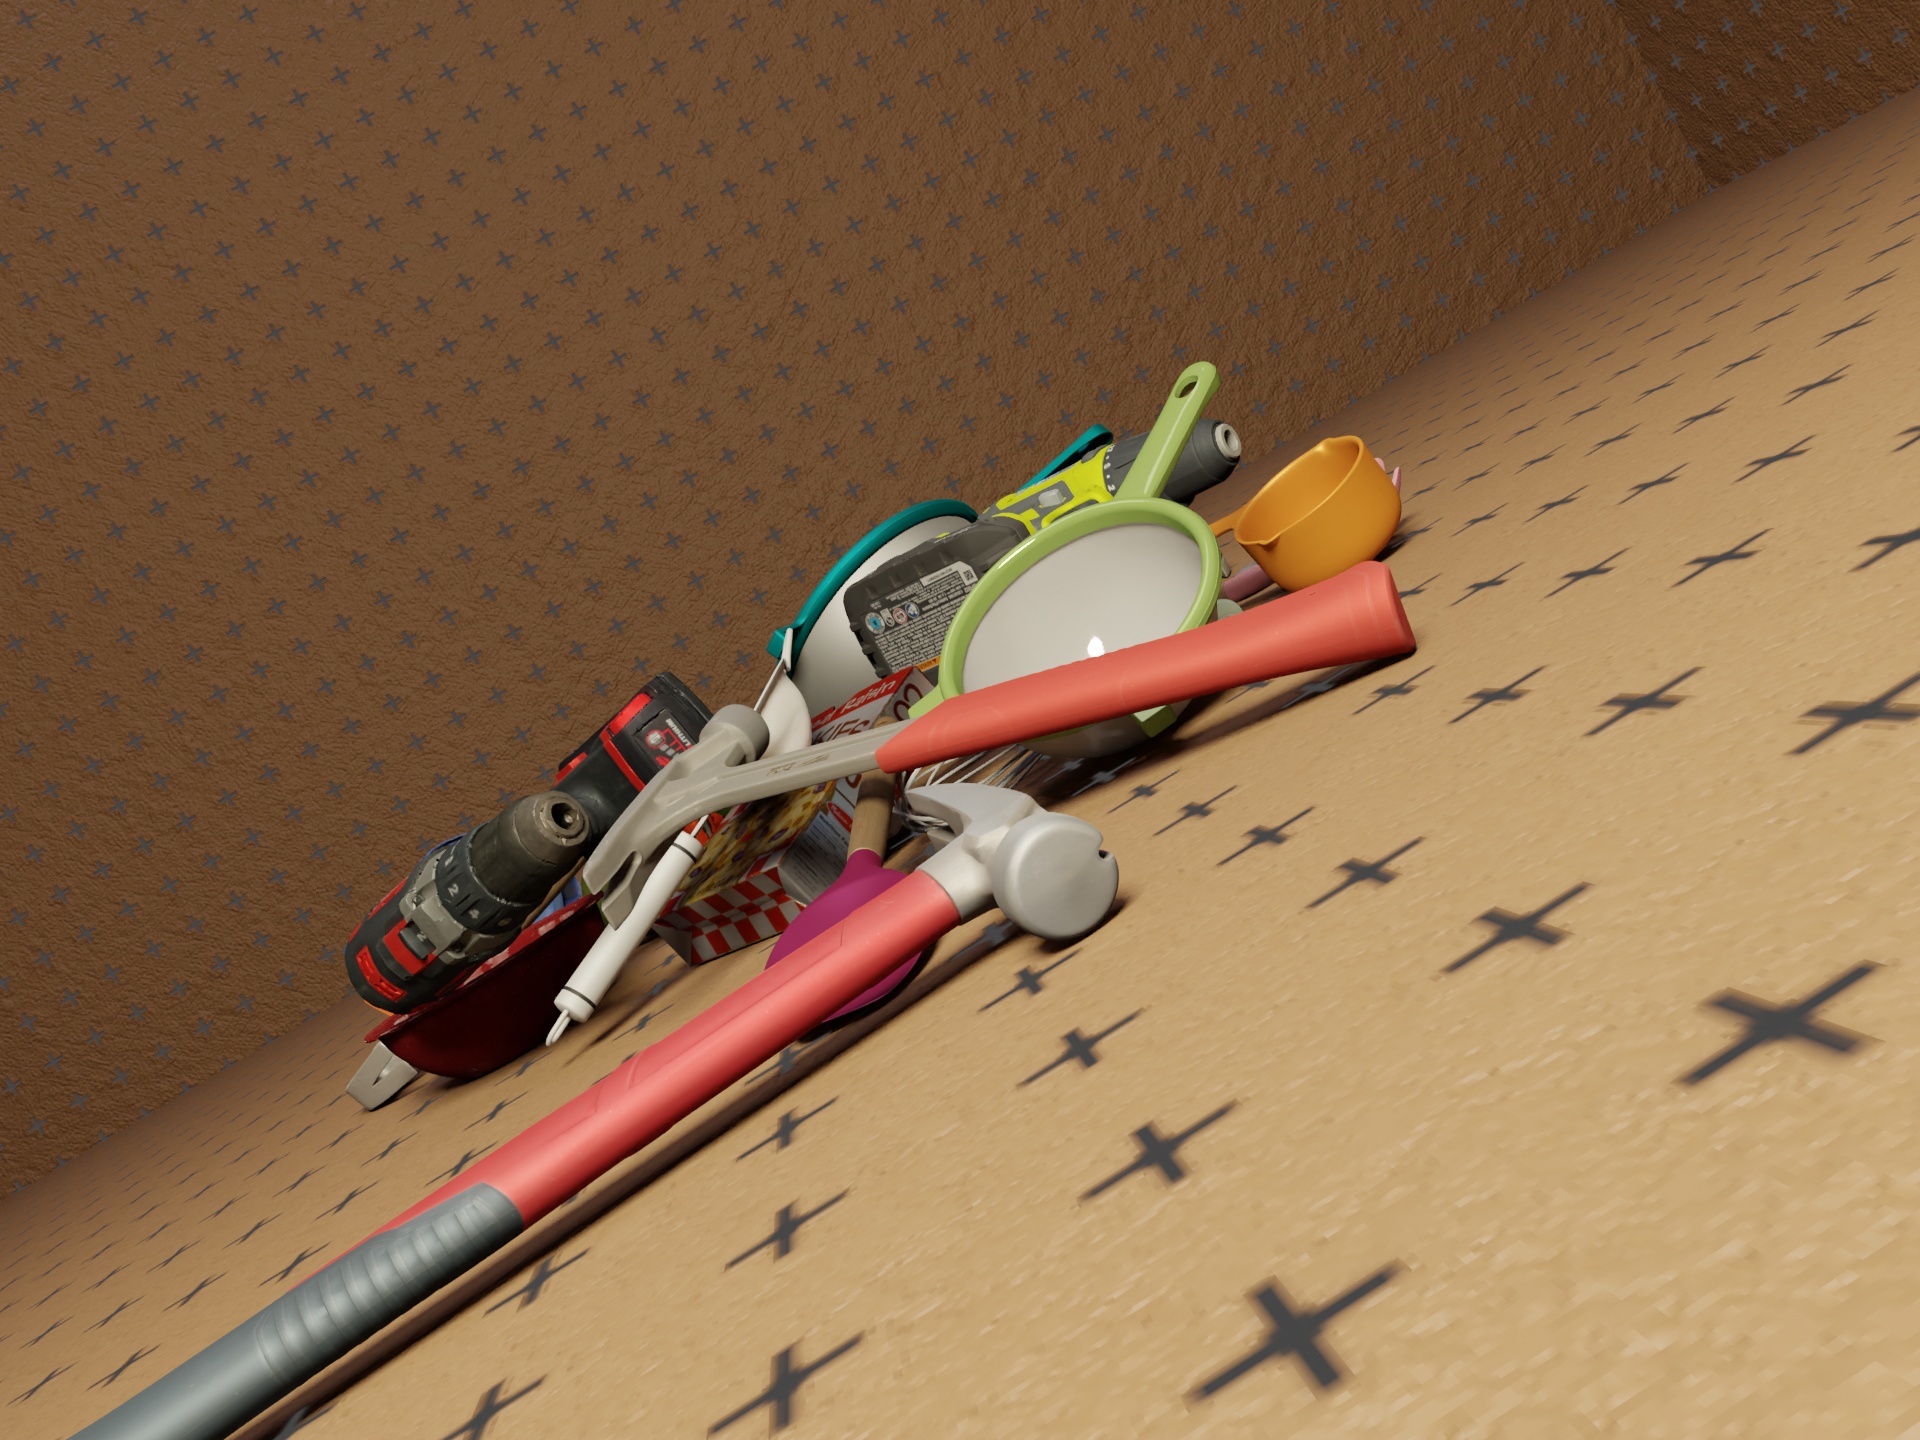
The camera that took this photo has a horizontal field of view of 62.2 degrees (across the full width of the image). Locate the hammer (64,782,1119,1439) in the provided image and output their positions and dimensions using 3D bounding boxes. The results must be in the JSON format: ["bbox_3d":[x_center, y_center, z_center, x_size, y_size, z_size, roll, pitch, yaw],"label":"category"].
[{"bbox_3d":[-0.133,0.136,0.496,0.386,0.038,0.143,-33,13,-16],"label":"hammer"}]

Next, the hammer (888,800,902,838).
[{"bbox_3d":[-0.002,-0.003,1.064,0.146,0.035,0.335,-25,13,49],"label":"hammer"}]

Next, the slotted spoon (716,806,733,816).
[{"bbox_3d":[-0.048,0.003,0.999,0.314,0.031,0.070,-25,12,34],"label":"slotted spoon"}]

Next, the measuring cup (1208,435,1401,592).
[{"bbox_3d":[0.181,-0.102,0.932,0.173,0.052,0.095,-24,26,52],"label":"measuring cup"}]

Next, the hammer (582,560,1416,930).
[{"bbox_3d":[0.009,0.004,0.674,0.359,0.036,0.149,-15,25,26],"label":"hammer"}]

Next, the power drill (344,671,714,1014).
[{"bbox_3d":[-0.212,0.057,0.864,0.188,0.080,0.227,-37,4,36],"label":"power drill"}]

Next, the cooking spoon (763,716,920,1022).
[{"bbox_3d":[-0.040,0.053,0.696,0.069,0.017,0.319,-22,17,8],"label":"cooking spoon"}]

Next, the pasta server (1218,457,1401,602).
[{"bbox_3d":[0.156,-0.081,1.045,0.060,0.040,0.316,10,-27,-40],"label":"pasta server"}]

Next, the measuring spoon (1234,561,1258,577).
[{"bbox_3d":[0.160,-0.077,1.089,0.124,0.018,0.034,-29,5,25],"label":"measuring spoon"}]

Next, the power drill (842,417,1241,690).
[{"bbox_3d":[0.053,-0.108,0.957,0.190,0.080,0.228,-21,12,41],"label":"power drill"}]

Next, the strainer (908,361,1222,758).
[{"bbox_3d":[0.090,-0.073,0.798,0.151,0.069,0.256,-1,49,41],"label":"strainer"}]

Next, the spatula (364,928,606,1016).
[{"bbox_3d":[-0.321,0.172,1.288,0.081,0.041,0.322,12,30,37],"label":"spatula"}]

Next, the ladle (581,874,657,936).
[{"bbox_3d":[-0.135,0.068,1.174,0.320,0.062,0.078,-31,0,-35],"label":"ladle"}]

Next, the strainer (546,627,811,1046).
[{"bbox_3d":[-0.138,0.061,0.834,0.258,0.050,0.086,-57,0,-24],"label":"strainer"}]

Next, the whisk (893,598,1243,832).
[{"bbox_3d":[0.063,-0.008,0.860,0.246,0.057,0.059,-29,38,-25],"label":"whisk"}]

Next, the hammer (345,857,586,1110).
[{"bbox_3d":[-0.300,0.130,1.084,0.331,0.031,0.130,-50,9,-2],"label":"hammer"}]

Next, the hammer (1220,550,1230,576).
[{"bbox_3d":[0.036,-0.037,1.323,0.410,0.038,0.146,-31,6,-1],"label":"hammer"}]

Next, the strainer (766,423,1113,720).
[{"bbox_3d":[0.016,-0.091,1.175,0.340,0.095,0.210,-42,-23,-15],"label":"strainer"}]
